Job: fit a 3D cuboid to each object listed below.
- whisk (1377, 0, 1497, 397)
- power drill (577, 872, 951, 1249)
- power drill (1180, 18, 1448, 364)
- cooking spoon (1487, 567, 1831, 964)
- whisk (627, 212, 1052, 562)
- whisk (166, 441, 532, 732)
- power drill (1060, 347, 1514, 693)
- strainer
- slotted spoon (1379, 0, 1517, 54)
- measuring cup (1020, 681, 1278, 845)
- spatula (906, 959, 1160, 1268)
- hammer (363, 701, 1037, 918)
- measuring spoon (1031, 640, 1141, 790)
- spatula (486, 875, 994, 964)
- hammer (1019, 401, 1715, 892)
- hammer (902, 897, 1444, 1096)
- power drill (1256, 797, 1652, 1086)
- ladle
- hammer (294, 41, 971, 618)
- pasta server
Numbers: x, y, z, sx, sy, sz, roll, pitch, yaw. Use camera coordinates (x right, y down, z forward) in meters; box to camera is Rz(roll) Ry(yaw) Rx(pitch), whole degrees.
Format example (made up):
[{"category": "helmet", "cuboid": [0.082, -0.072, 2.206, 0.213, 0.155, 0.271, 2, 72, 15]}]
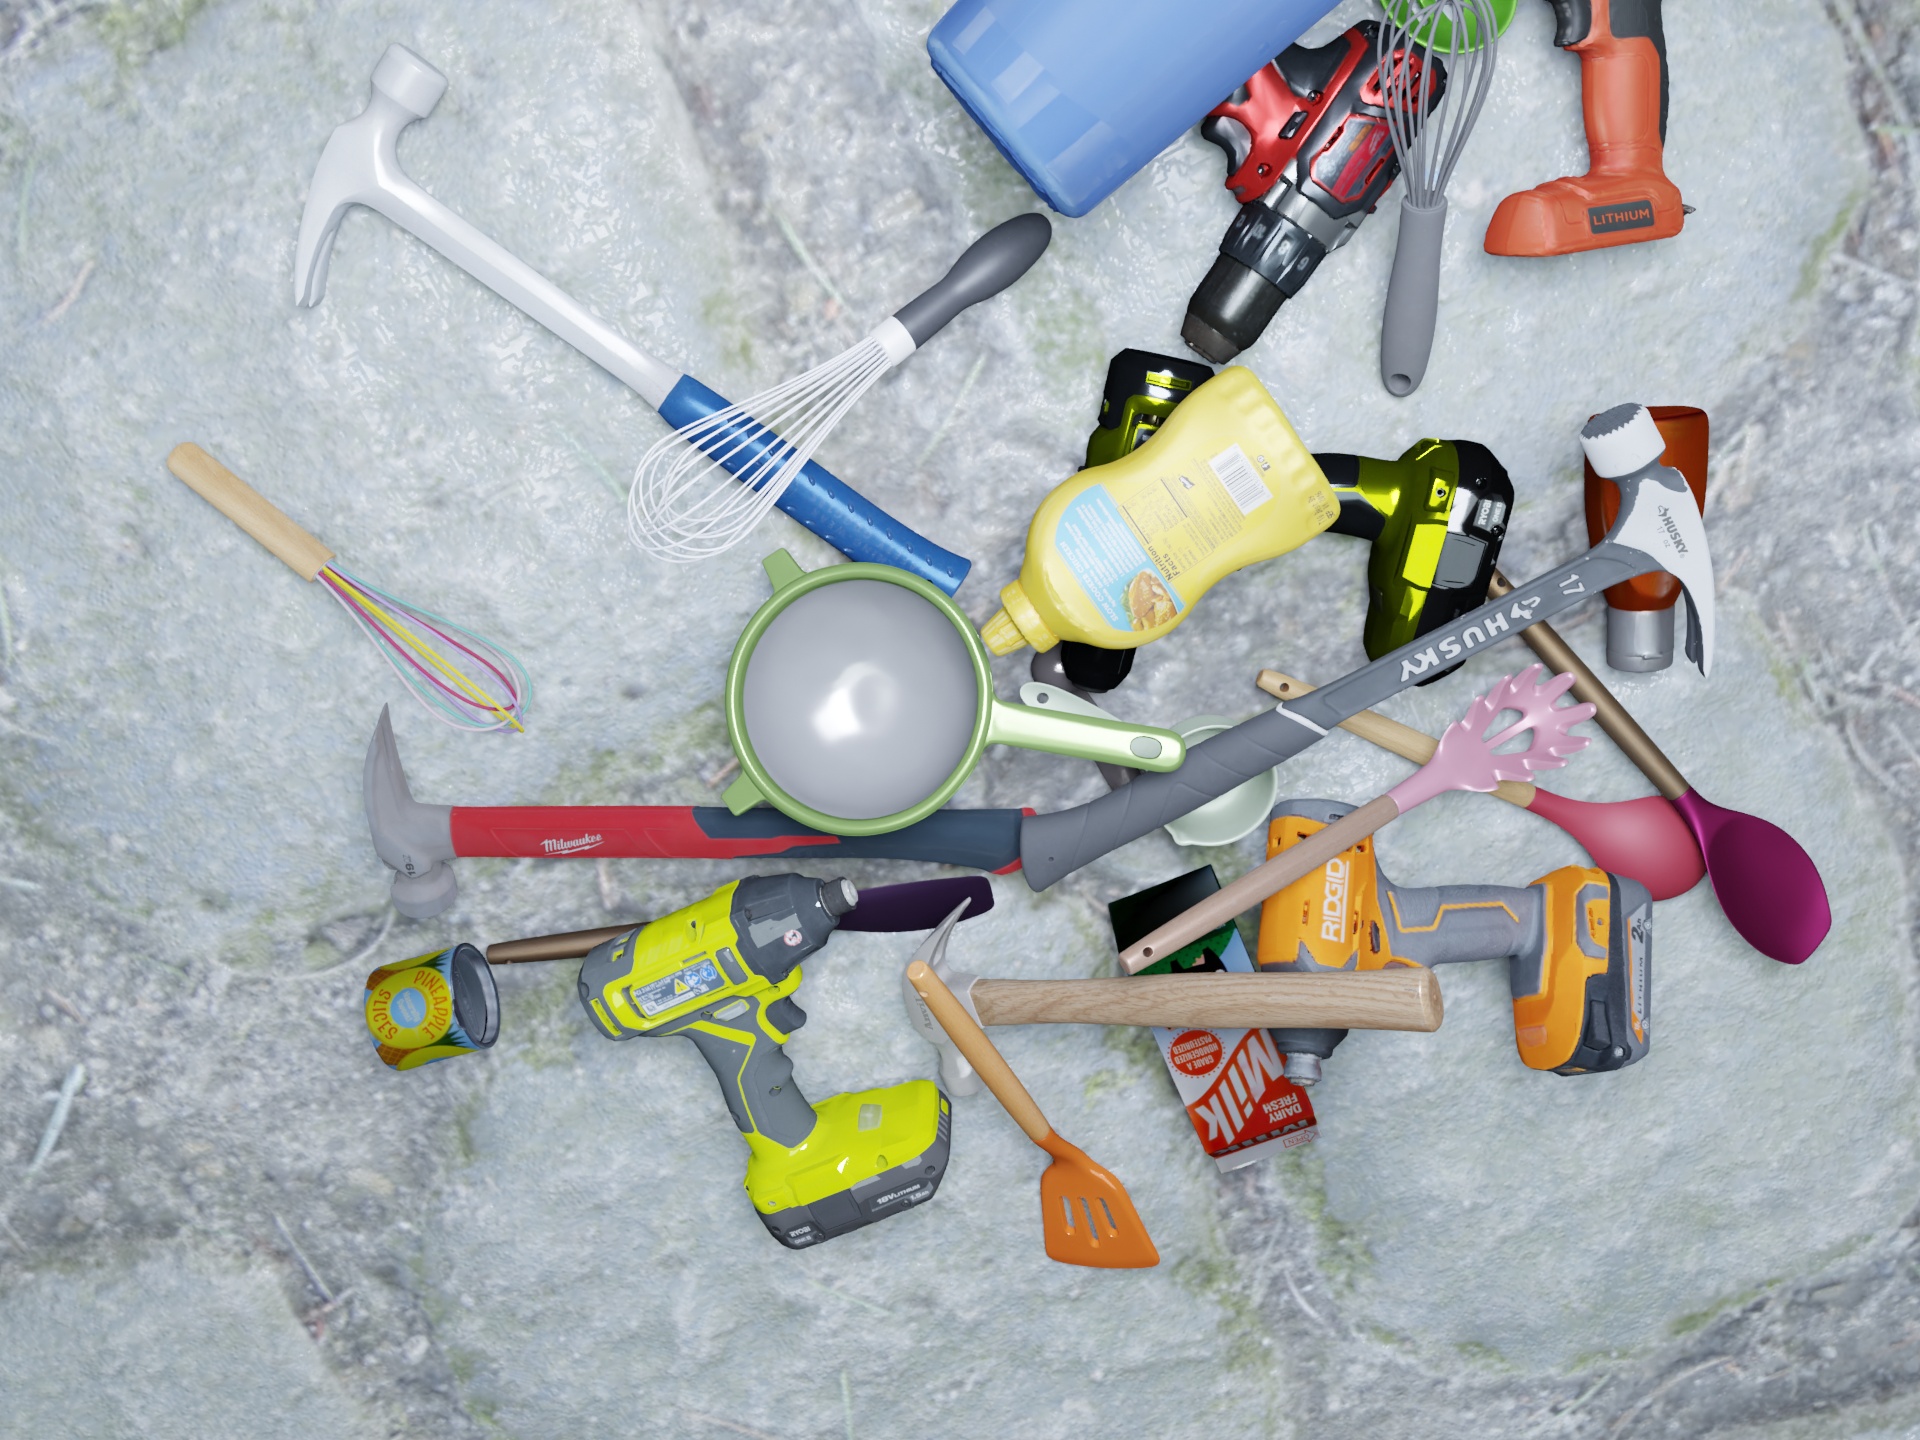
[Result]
[{"category": "whisk", "cuboid": [0.233, -0.263, 0.811, 0.055, 0.055, 0.238, -9, 138, 1]}, {"category": "power drill", "cuboid": [-0.101, 0.200, 0.961, 0.171, 0.080, 0.223, -24, 112, 12]}, {"category": "power drill", "cuboid": [0.115, -0.314, 0.824, 0.226, 0.080, 0.188, 31, 105, -14]}, {"category": "cooking spoon", "cuboid": [0.412, 0.024, 0.949, 0.069, 0.017, 0.319, -45, 98, -11]}, {"category": "whisk", "cuboid": [-0.062, -0.182, 0.845, 0.284, 0.070, 0.070, -40, 105, -8]}, {"category": "whisk", "cuboid": [-0.343, -0.073, 0.903, 0.245, 0.047, 0.051, 40, 104, -9]}, {"category": "power drill", "cuboid": [0.172, -0.093, 0.894, 0.228, 0.080, 0.190, 11, 107, -2]}, {"category": "strainer", "cuboid": [-0.001, -0.003, 0.897, 0.256, 0.069, 0.151, 10, 90, 6]}, {"category": "slotted spoon", "cuboid": [0.187, -0.478, 0.797, 0.070, 0.031, 0.313, -34, 103, 2]}, {"category": "measuring cup", "cuboid": [0.108, 0.014, 0.943, 0.167, 0.038, 0.083, 27, 104, -9]}, {"category": "spatula", "cuboid": [0.038, 0.245, 0.963, 0.081, 0.041, 0.322, -6, 137, 26]}, {"category": "hammer", "cuboid": [-0.146, 0.055, 0.933, 0.386, 0.038, 0.143, 0, 129, -4]}, {"category": "measuring spoon", "cuboid": [0.082, 0.008, 0.952, 0.034, 0.018, 0.124, -30, 107, 7]}, {"category": "spatula", "cuboid": [-0.136, 0.127, 0.979, 0.316, 0.018, 0.059, -7, 144, 3]}, {"category": "hammer", "cuboid": [0.208, -0.007, 0.869, 0.409, 0.036, 0.149, -29, 109, 18]}, {"category": "hammer", "cuboid": [0.107, 0.158, 0.909, 0.331, 0.031, 0.130, -7, 114, 33]}, {"category": "power drill", "cuboid": [0.283, 0.146, 0.935, 0.226, 0.084, 0.164, 12, 71, -8]}, {"category": "ladle", "cuboid": [0.322, 0.035, 0.964, 0.315, 0.031, 0.069, 23, 99, -7]}, {"category": "hammer", "cuboid": [-0.172, -0.182, 0.876, 0.405, 0.035, 0.144, 35, 103, -12]}, {"category": "pasta server", "cuboid": [0.223, 0.059, 0.893, 0.316, 0.040, 0.060, -28, 81, -16]}]
